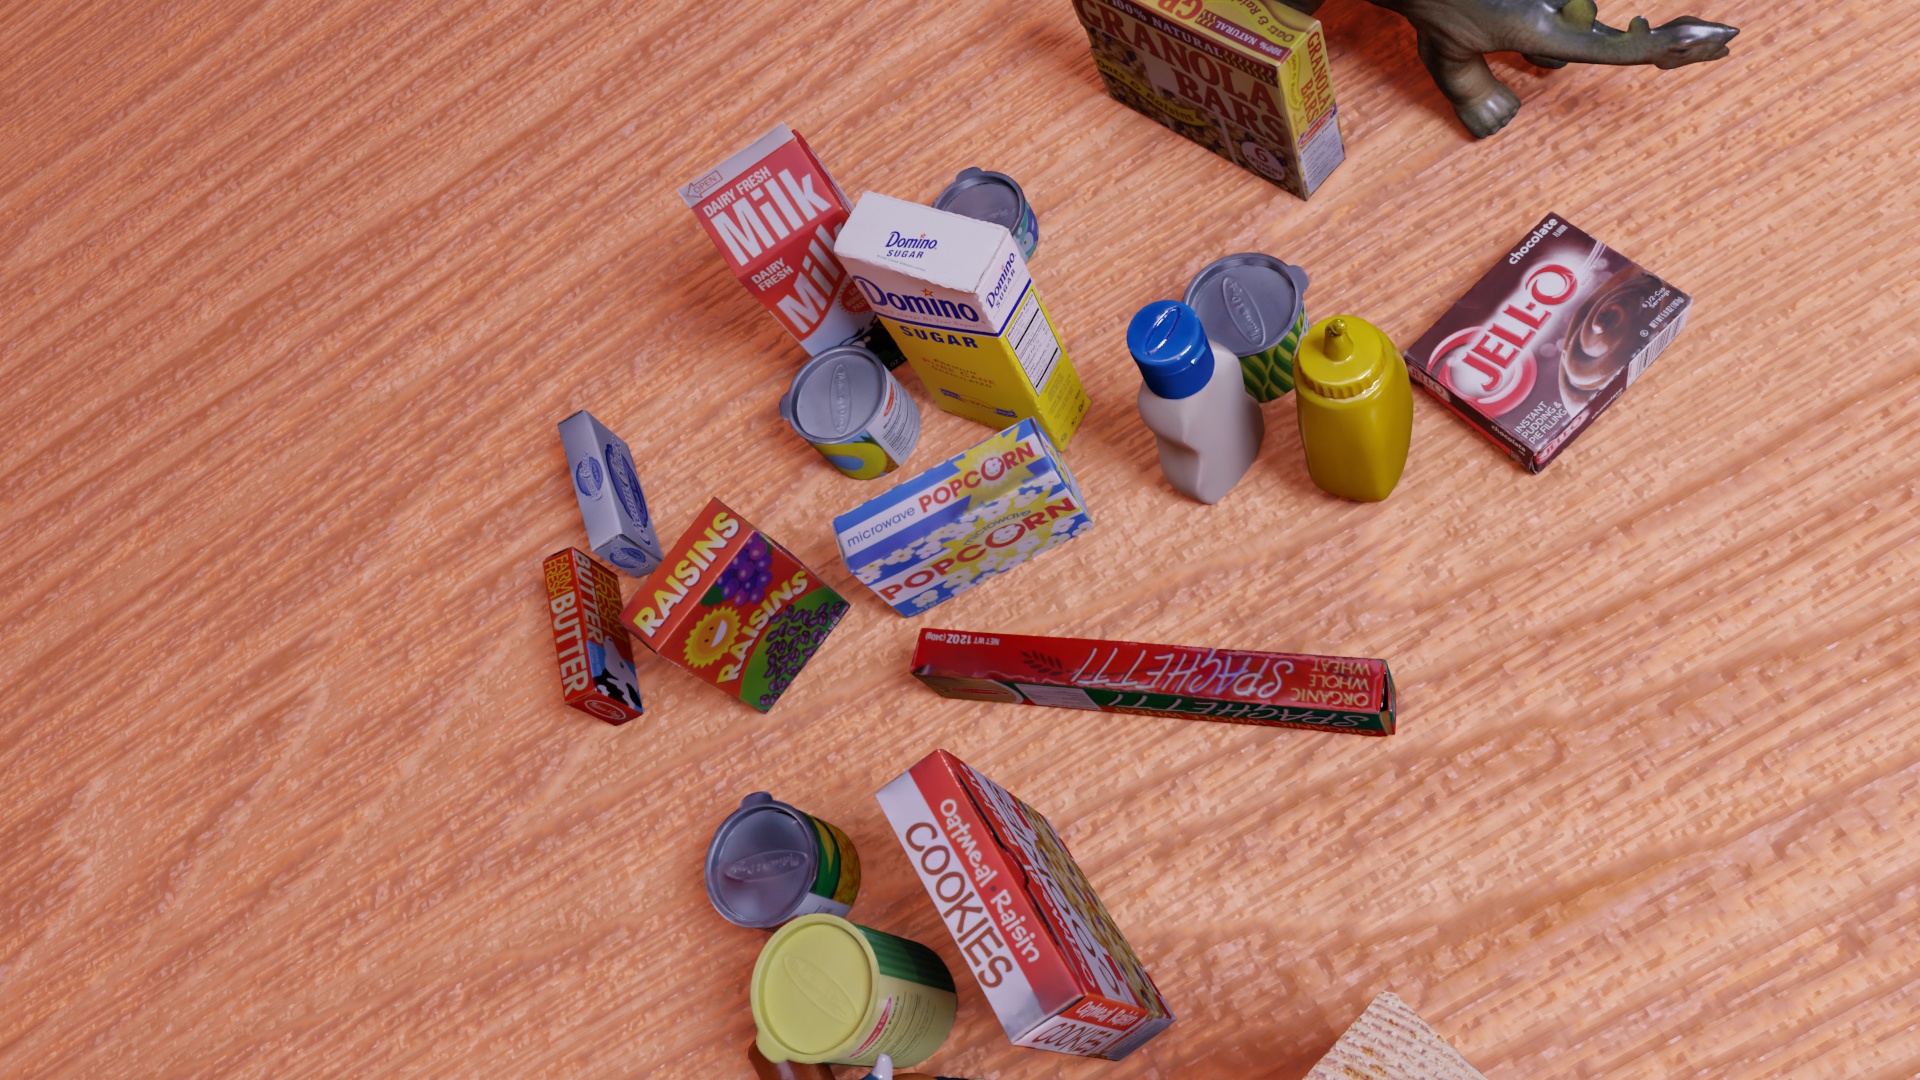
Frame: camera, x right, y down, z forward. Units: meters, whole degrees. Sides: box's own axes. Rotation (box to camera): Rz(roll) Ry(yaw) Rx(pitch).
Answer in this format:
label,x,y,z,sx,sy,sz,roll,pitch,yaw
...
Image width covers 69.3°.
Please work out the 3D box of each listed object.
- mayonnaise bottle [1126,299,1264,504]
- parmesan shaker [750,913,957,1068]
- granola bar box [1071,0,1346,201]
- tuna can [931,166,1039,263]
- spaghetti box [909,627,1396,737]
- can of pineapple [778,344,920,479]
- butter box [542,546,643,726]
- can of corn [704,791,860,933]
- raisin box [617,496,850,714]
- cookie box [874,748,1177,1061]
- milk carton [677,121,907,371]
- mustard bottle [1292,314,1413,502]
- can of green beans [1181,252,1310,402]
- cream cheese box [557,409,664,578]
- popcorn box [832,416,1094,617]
label,x,y,z,sx,sy,sz,roll,pitch,yaw
mayonnaise bottle,0.121,-0.073,0.723,0.041,0.147,0.065,31,82,29
parmesan shaker,-0.052,0.227,0.687,0.071,0.103,0.071,-8,66,18
granola bar box,0.142,-0.281,0.818,0.166,0.124,0.039,39,86,30
tuna can,0.014,-0.201,0.887,0.071,0.032,0.071,-8,65,18
spaghetti box,0.098,0.073,0.725,0.250,0.050,0.029,2,69,22
can of pineapple,-0.066,-0.078,0.850,0.071,0.057,0.071,-8,66,18
butter box,-0.227,0.059,0.857,0.024,0.053,0.104,-24,61,11
can of corn,-0.095,0.176,0.752,0.071,0.058,0.071,-8,66,18
raisin box,-0.125,0.039,0.785,0.040,0.123,0.086,35,84,30
cookie box,0.034,0.171,0.640,0.040,0.167,0.123,-37,60,4
milk carton,-0.090,-0.170,0.823,0.072,0.190,0.074,-32,60,6
mustard bottle,0.193,-0.072,0.687,0.049,0.160,0.065,13,74,26
can of green beans,0.162,-0.118,0.778,0.071,0.057,0.071,-8,66,18
cream cheese box,-0.225,-0.030,0.895,0.024,0.053,0.104,-28,61,9
popcorn box,0.003,-0.010,0.778,0.126,0.085,0.038,-27,61,9
